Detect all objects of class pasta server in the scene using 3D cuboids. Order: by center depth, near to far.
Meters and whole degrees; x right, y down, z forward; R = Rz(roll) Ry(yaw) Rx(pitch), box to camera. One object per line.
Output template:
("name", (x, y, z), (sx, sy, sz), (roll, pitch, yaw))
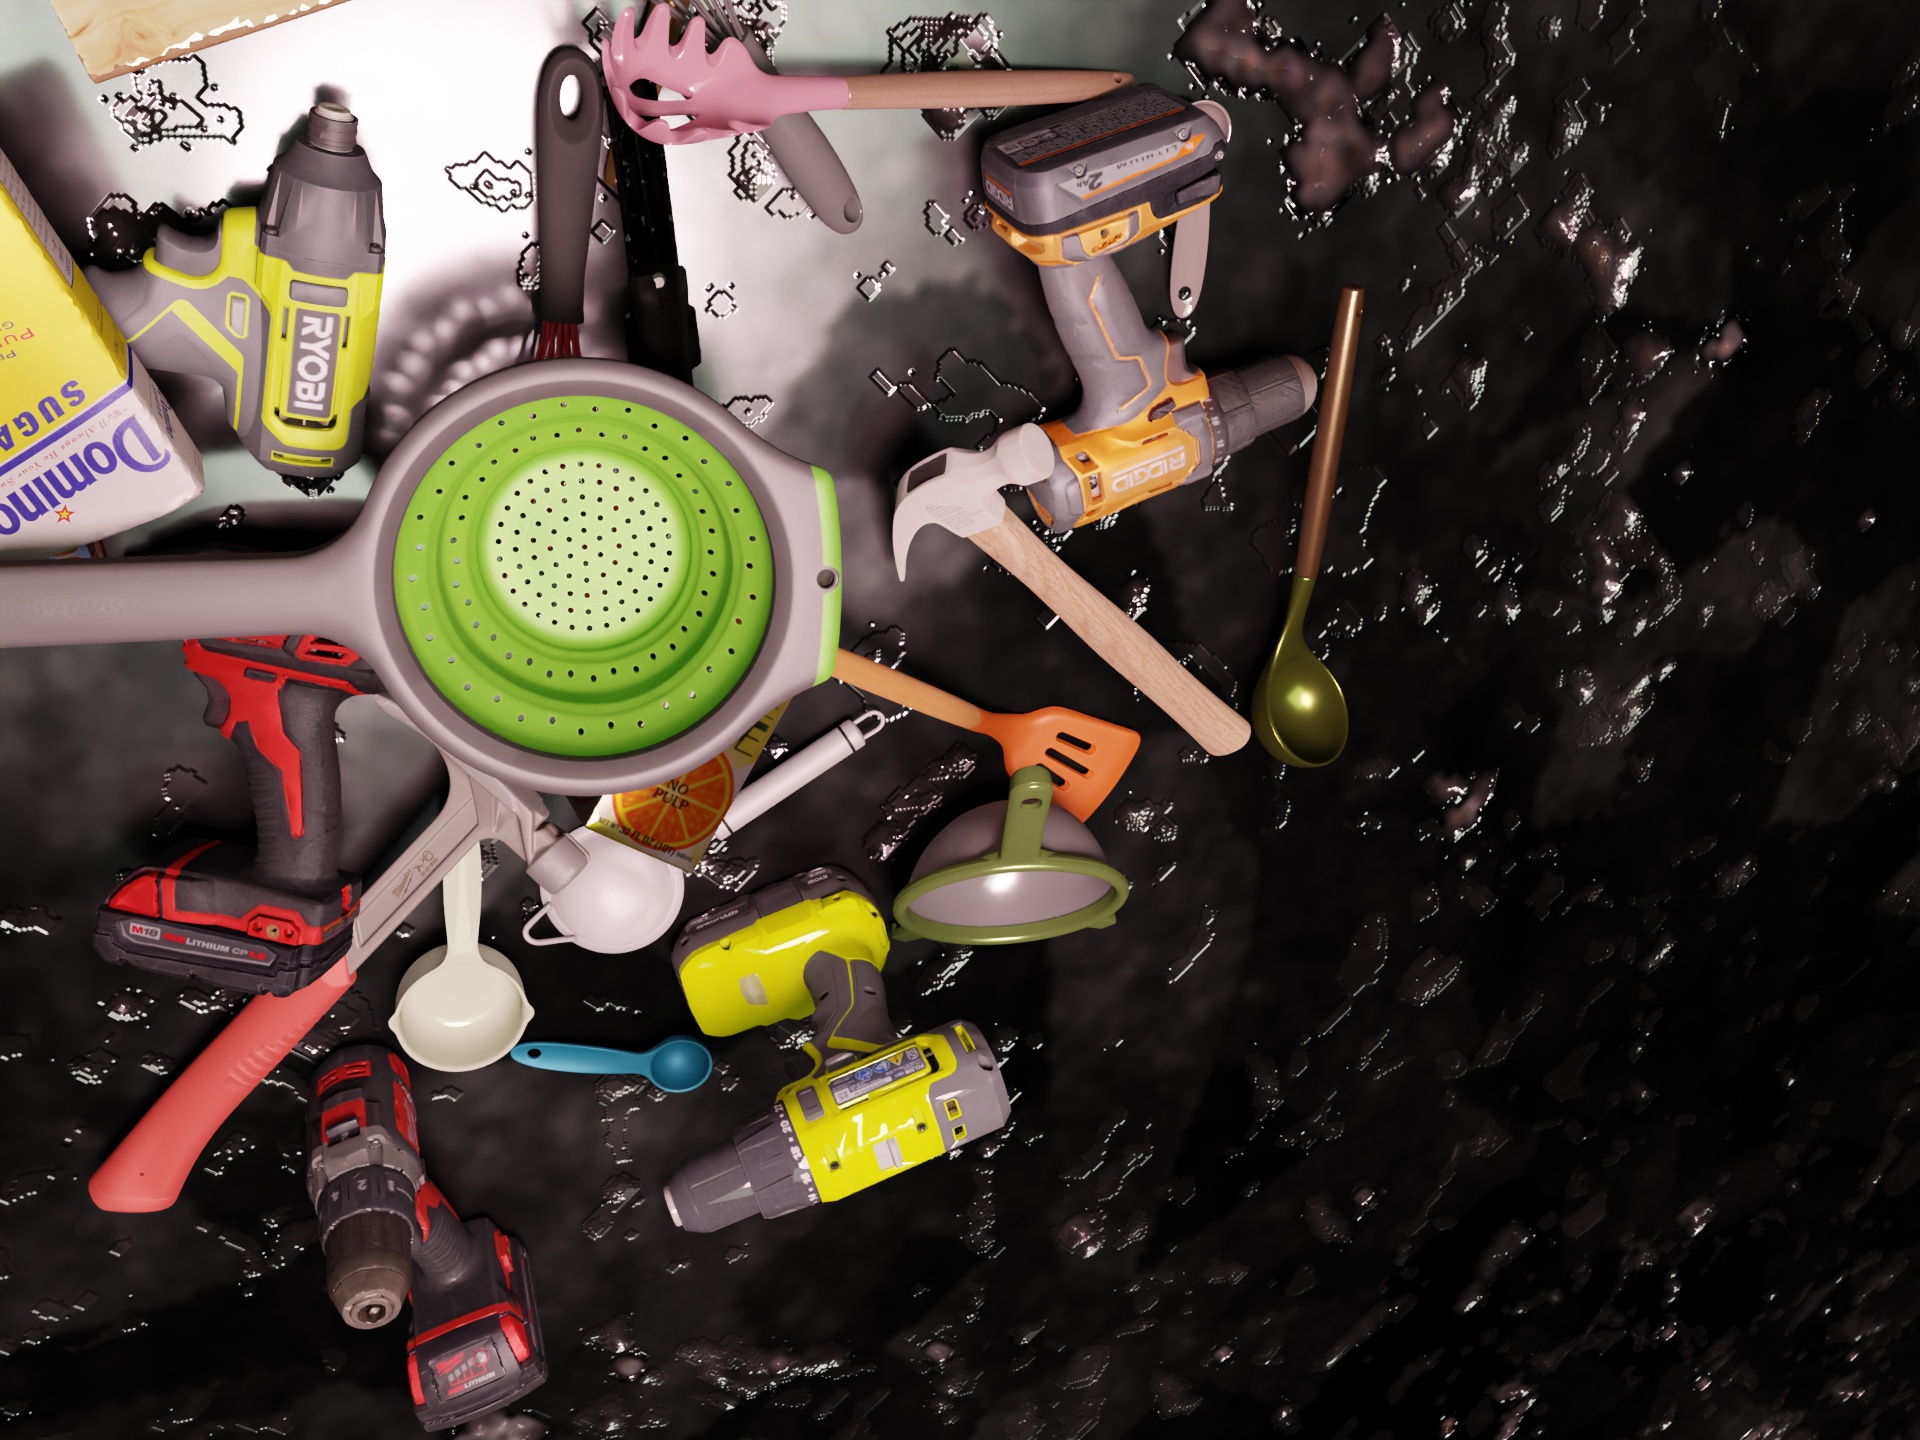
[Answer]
("pasta server", (-0.032, -0.311, 0.778), (0.316, 0.040, 0.060), (-16, 88, -33))

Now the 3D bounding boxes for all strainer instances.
("strainer", (-0.155, 0.067, 0.969), (0.258, 0.050, 0.086), (-34, 109, -7))
("strainer", (0.032, 0.067, 0.977), (0.151, 0.069, 0.256), (-3, 153, -4))

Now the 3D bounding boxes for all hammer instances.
("hammer", (-0.381, 0.147, 0.905), (0.149, 0.037, 0.359), (44, 100, -8))
("hammer", (0.080, -0.061, 0.973), (0.130, 0.031, 0.331), (-15, 143, 35))

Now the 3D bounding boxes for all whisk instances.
("whisk", (-0.111, -0.322, 0.762), (0.055, 0.055, 0.238), (-40, 137, 1))
("whisk", (-0.204, -0.184, 0.811), (0.073, 0.073, 0.295), (0, 109, -22))

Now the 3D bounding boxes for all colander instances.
("colander", (-0.258, -0.070, 0.745), (0.397, 0.095, 0.204), (-3, 108, -14))

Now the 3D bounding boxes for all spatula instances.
("spatula", (-0.002, -0.003, 0.959), (0.322, 0.041, 0.081), (22, 107, -51))

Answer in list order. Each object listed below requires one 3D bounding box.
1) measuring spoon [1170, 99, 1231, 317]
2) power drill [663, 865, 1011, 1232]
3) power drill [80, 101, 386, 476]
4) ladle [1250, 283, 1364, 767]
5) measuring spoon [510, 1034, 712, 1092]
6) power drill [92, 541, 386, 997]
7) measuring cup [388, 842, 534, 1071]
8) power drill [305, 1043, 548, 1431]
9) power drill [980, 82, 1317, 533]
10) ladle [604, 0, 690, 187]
("measuring spoon", (0.132, -0.294, 0.915), (0.034, 0.018, 0.124), (-5, 124, -10))
("power drill", (-0.096, 0.194, 0.941), (0.190, 0.229, 0.080), (-21, 121, -11))
("power drill", (-0.376, -0.206, 0.708), (0.223, 0.080, 0.171), (4, 124, -26))
("ladle", (0.232, -0.112, 1.002), (0.078, 0.062, 0.320), (-26, 132, -38))
("measuring spoon", (-0.226, 0.215, 1.032), (0.128, 0.021, 0.042), (8, 113, -15))
("power drill", (-0.369, 0.019, 0.818), (0.143, 0.078, 0.219), (13, 102, -2))
("measuring cup", (-0.297, 0.128, 0.944), (0.083, 0.038, 0.167), (-1, 112, -20))
("power drill", (-0.323, 0.326, 0.948), (0.080, 0.188, 0.226), (-20, 125, -10))
("power drill", (0.112, -0.231, 0.893), (0.185, 0.084, 0.226), (-22, 130, -10))
("ladle", (-0.117, -0.406, 0.749), (0.069, 0.031, 0.315), (13, 112, -26))
